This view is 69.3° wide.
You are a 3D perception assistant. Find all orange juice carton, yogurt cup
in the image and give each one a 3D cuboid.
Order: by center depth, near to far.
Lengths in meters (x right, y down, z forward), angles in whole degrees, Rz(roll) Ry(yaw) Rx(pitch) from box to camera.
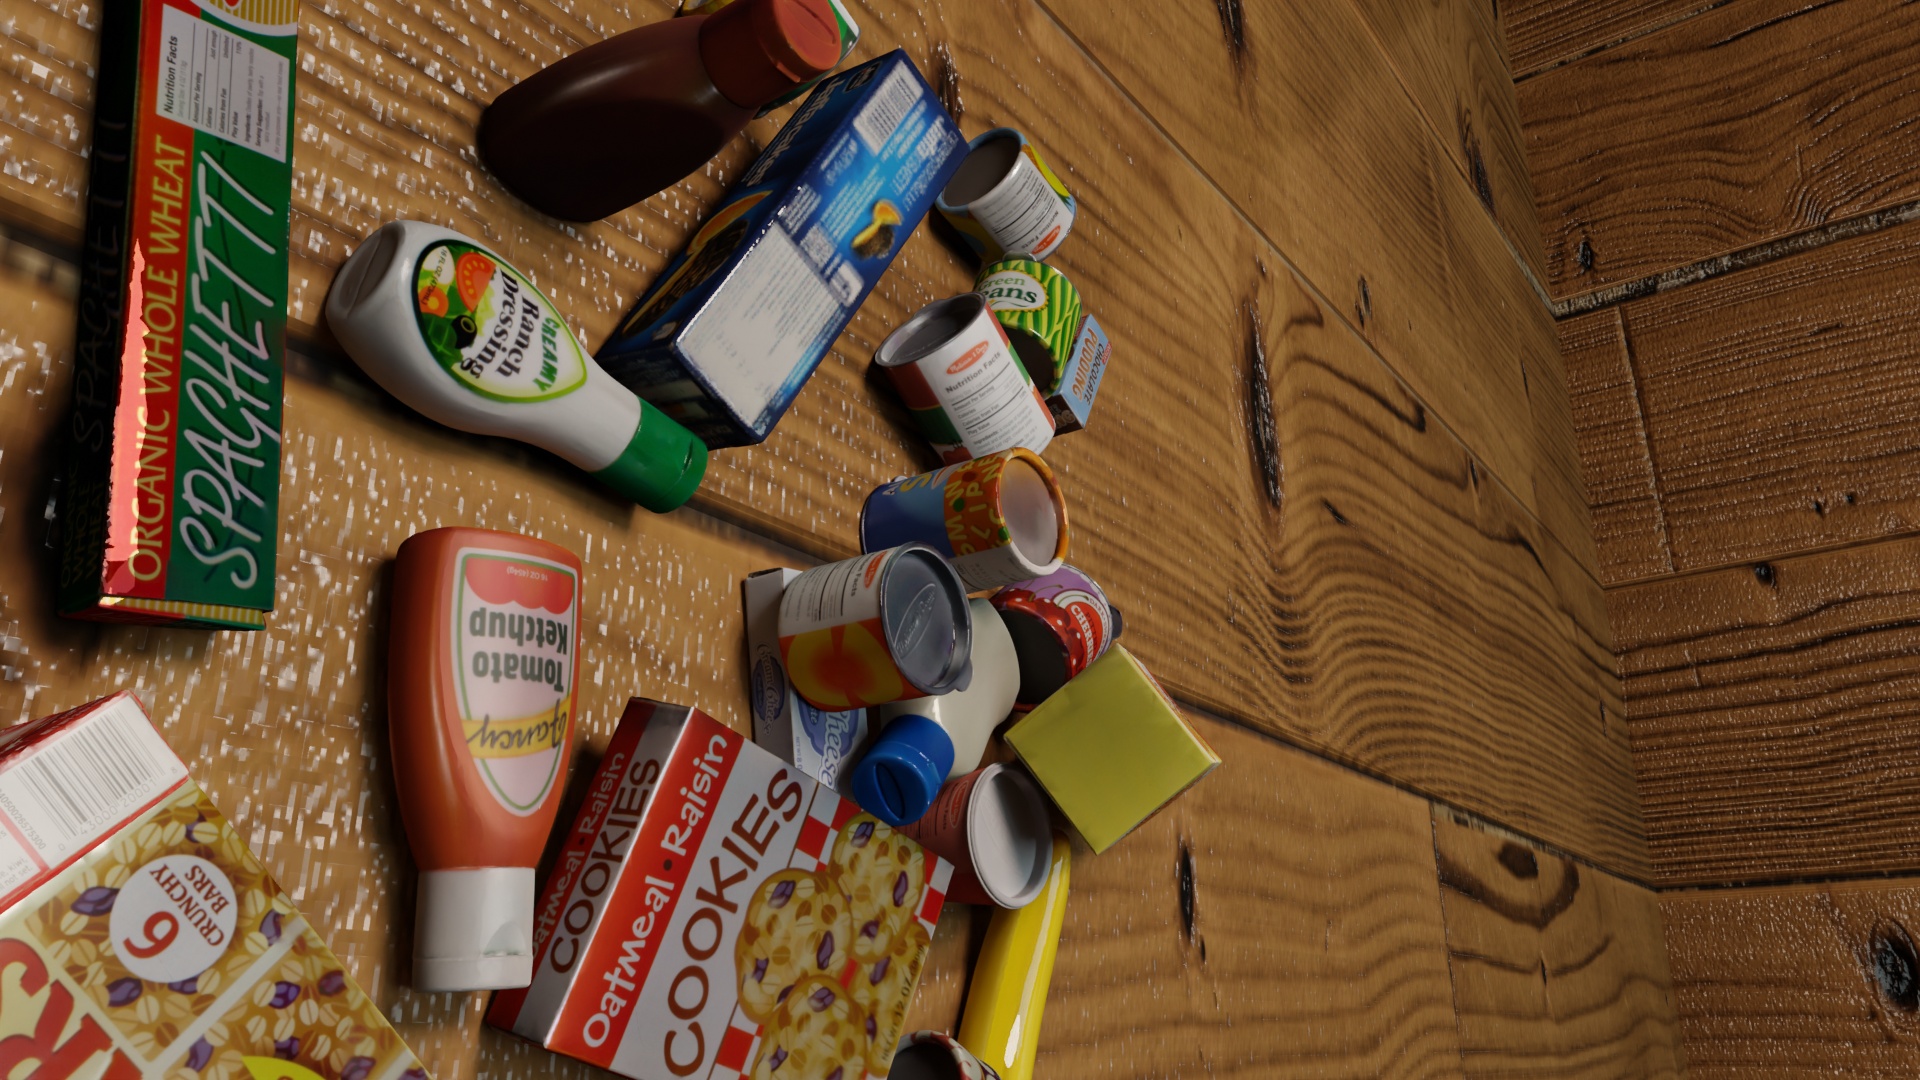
[{"bbox_3d":[0.004,0.144,0.669,0.072,0.054,0.072,26,57,-49],"label":"yogurt cup"},{"bbox_3d":[0.087,0.111,0.733,0.073,0.072,0.192,52,4,14],"label":"orange juice carton"}]

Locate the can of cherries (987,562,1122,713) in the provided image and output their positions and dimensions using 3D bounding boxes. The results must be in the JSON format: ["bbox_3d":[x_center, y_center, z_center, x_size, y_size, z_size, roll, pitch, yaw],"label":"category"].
[{"bbox_3d":[0.044,0.051,0.746,0.059,0.071,0.071,-37,109,-54],"label":"can of cherries"}]

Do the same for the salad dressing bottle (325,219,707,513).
[{"bbox_3d":[-0.158,-0.059,0.517,0.147,0.044,0.064,37,50,-44],"label":"salad dressing bottle"}]

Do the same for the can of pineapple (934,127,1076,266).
[{"bbox_3d":[0.025,-0.201,0.823,0.057,0.071,0.071,43,46,-40],"label":"can of pineapple"}]

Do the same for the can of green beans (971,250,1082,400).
[{"bbox_3d":[0.032,-0.119,0.799,0.071,0.071,0.058,51,41,-32],"label":"can of green beans"}]

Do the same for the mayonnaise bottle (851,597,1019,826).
[{"bbox_3d":[-0.010,0.081,0.659,0.149,0.041,0.064,-51,124,-64],"label":"mayonnaise bottle"}]

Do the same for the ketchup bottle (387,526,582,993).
[{"bbox_3d":[-0.160,0.073,0.465,0.065,0.043,0.149,19,63,-52],"label":"ketchup bottle"}]

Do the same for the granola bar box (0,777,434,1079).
[{"bbox_3d":[-0.210,0.163,0.361,0.165,0.039,0.125,62,35,-20],"label":"granola bar box"}]

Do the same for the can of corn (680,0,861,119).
[{"bbox_3d":[-0.093,-0.248,0.668,0.058,0.071,0.071,50,41,-33],"label":"can of corn"}]

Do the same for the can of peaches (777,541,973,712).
[{"bbox_3d":[-0.035,0.040,0.600,0.071,0.058,0.071,28,56,-50],"label":"can of peaches"}]

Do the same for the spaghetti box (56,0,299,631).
[{"bbox_3d":[-0.237,-0.095,0.428,0.050,0.028,0.250,15,66,-53],"label":"spaghetti box"}]

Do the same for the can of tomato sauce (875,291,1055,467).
[{"bbox_3d":[0.003,-0.081,0.745,0.083,0.071,0.071,57,37,-26],"label":"can of tomato sauce"}]

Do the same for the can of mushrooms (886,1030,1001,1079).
[{"bbox_3d":[-0.013,0.247,0.589,0.033,0.071,0.071,48,42,-33],"label":"can of mushrooms"}]

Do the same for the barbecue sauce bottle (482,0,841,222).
[{"bbox_3d":[-0.113,-0.169,0.531,0.065,0.148,0.044,26,58,-49],"label":"barbecue sauce bottle"}]

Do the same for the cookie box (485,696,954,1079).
[{"bbox_3d":[-0.082,0.152,0.534,0.167,0.040,0.123,42,58,-40],"label":"cookie box"}]

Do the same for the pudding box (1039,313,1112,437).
[{"bbox_3d":[0.058,-0.097,0.843,0.030,0.049,0.084,53,40,-28],"label":"pudding box"}]

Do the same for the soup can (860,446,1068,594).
[{"bbox_3d":[0.002,-0.009,0.698,0.071,0.083,0.071,27,56,-49],"label":"soup can"}]

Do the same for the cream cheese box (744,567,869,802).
[{"bbox_3d":[-0.068,0.066,0.620,0.053,0.024,0.104,12,68,-55],"label":"cream cheese box"}]
